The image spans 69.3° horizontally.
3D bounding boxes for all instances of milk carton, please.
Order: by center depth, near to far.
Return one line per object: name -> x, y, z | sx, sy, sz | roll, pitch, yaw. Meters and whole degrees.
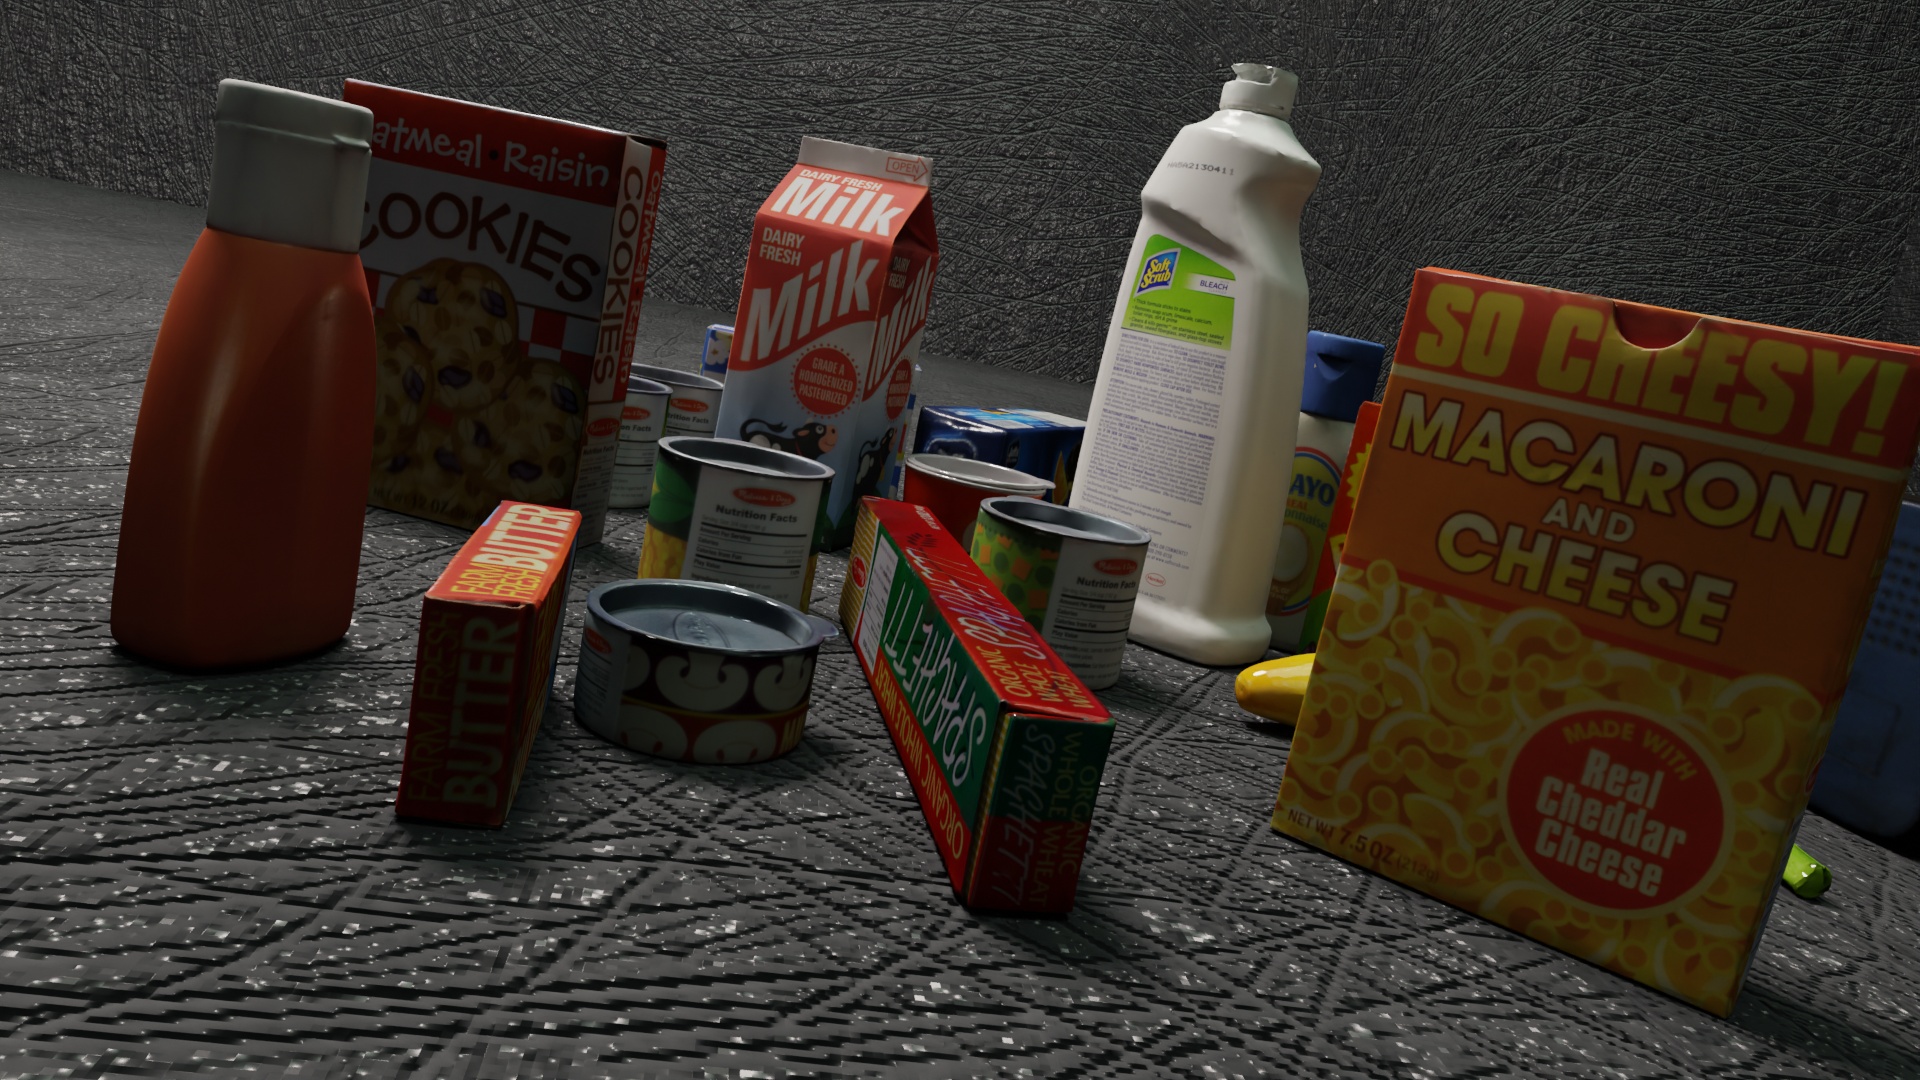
milk carton -> -0.064, -0.097, 0.681 | 0.072, 0.190, 0.073 | 14, 10, 15

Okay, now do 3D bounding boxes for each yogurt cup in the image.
yogurt cup -> 0.002, -0.008, 0.658 | 0.072, 0.054, 0.072 | 11, 10, -2

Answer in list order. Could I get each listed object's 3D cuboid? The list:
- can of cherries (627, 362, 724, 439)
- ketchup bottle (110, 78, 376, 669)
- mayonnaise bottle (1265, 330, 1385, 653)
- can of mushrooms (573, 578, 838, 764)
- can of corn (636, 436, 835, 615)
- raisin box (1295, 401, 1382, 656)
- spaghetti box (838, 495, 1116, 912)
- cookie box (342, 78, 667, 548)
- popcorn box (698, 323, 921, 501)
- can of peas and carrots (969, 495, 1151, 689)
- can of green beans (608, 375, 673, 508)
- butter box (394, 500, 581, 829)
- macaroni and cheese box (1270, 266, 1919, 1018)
can of cherries -> -0.164, -0.062, 0.748 | 0.071, 0.058, 0.071 | 11, 10, -2
ketchup bottle -> -0.184, -0.043, 0.369 | 0.043, 0.148, 0.065 | 14, 10, 15
mayonnaise bottle -> 0.164, -0.023, 0.656 | 0.065, 0.147, 0.041 | 16, 10, 23
can of mushrooms -> -0.071, 0.036, 0.391 | 0.071, 0.033, 0.071 | 11, 10, -2
can of corn -> -0.085, -0.004, 0.525 | 0.071, 0.058, 0.071 | 11, 10, -2
raisin box -> 0.194, 0.012, 0.571 | 0.040, 0.123, 0.086 | 4, 12, -38
spaghetti box -> -0.007, 0.035, 0.425 | 0.029, 0.050, 0.250 | 9, 10, -14
cookie box -> -0.196, -0.091, 0.565 | 0.123, 0.167, 0.040 | 13, 10, 9
popcorn box -> -0.093, -0.074, 0.819 | 0.127, 0.085, 0.038 | 10, 10, -11
can of peas and carrots -> 0.033, 0.019, 0.532 | 0.071, 0.058, 0.071 | 11, 10, -2
can of green beans -> -0.178, -0.051, 0.676 | 0.071, 0.057, 0.071 | 11, 10, -2
butter box -> -0.113, 0.026, 0.343 | 0.024, 0.053, 0.103 | 10, 10, -12
macaroni and cheese box -> 0.165, 0.020, 0.370 | 0.124, 0.166, 0.040 | 18, 11, 33
